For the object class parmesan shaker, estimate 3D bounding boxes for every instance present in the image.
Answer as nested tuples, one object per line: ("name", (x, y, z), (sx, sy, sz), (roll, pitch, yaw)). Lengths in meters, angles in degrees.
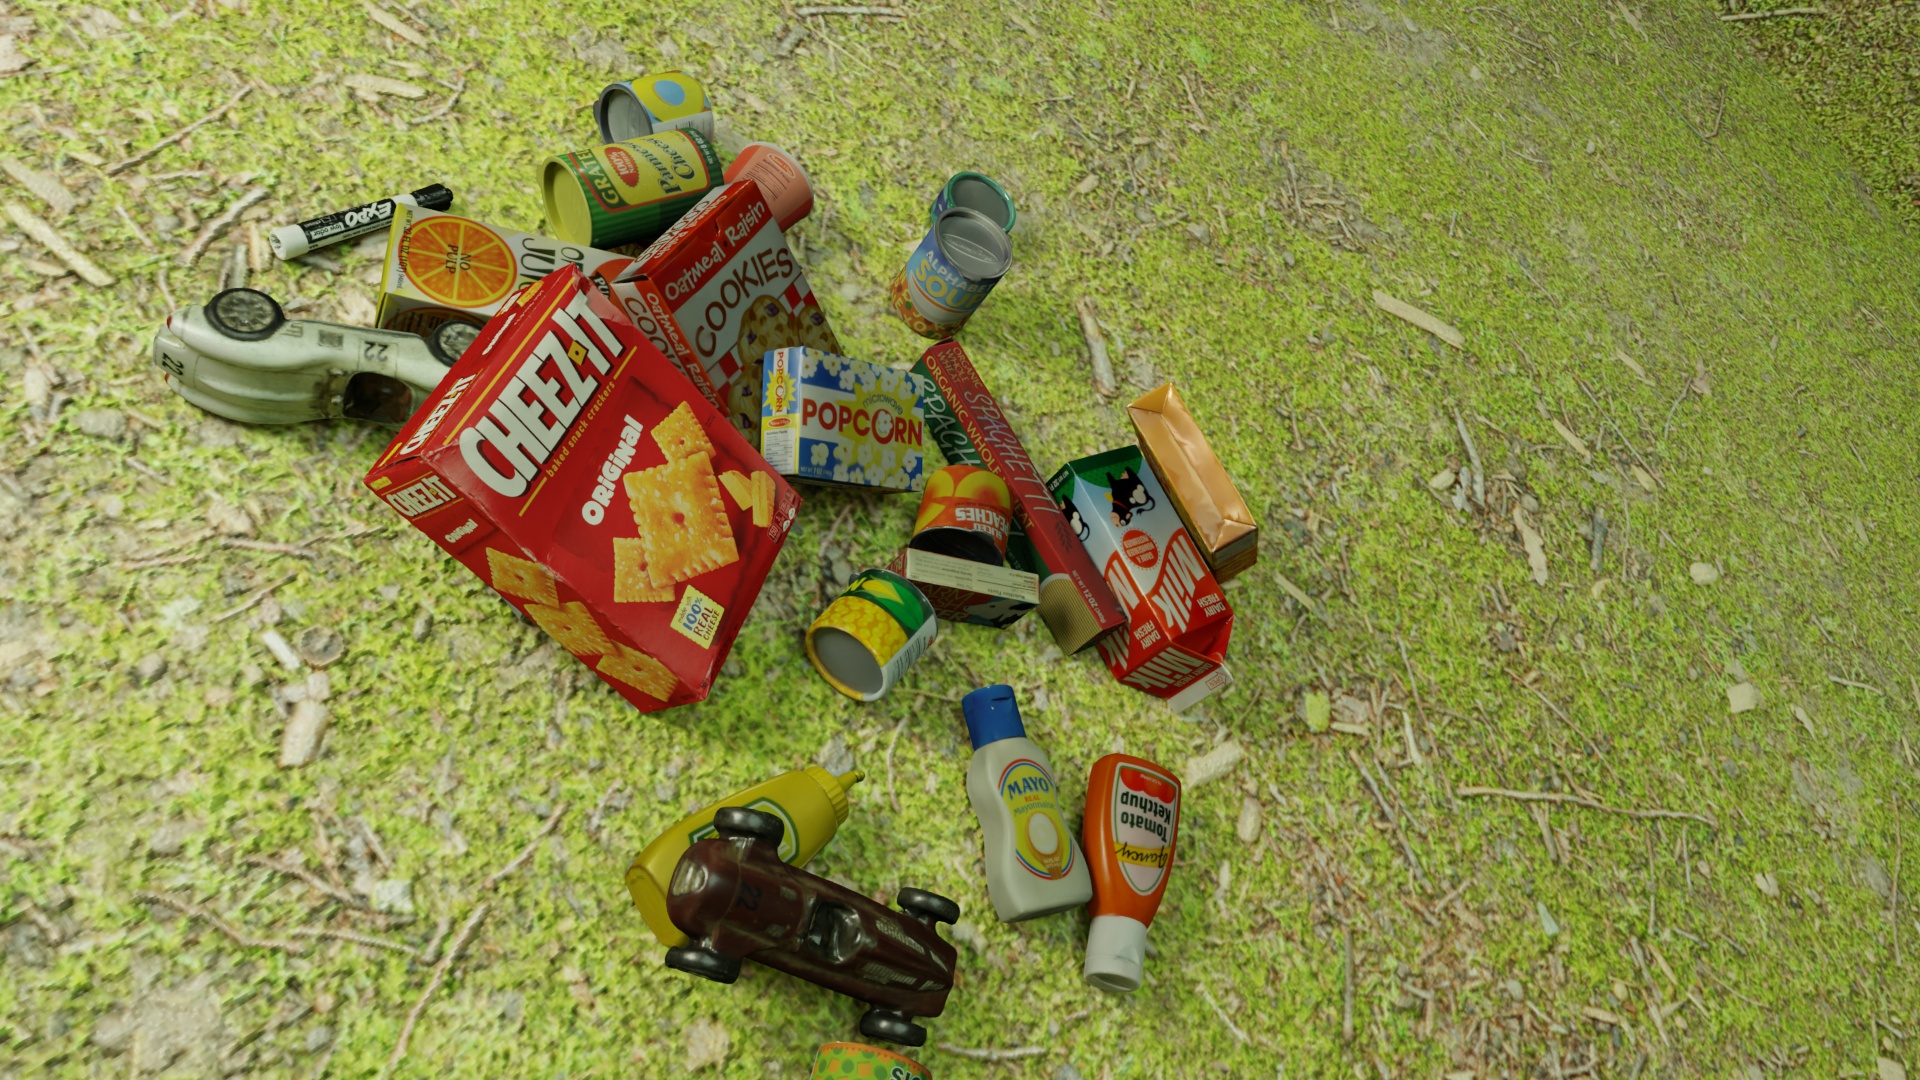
("parmesan shaker", (-0.219, -0.236, 0.927), (0.103, 0.071, 0.071), (-26, 77, -33))

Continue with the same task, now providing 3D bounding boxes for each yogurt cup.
("yogurt cup", (-0.150, -0.253, 1.031), (0.072, 0.072, 0.054), (39, 58, -5))

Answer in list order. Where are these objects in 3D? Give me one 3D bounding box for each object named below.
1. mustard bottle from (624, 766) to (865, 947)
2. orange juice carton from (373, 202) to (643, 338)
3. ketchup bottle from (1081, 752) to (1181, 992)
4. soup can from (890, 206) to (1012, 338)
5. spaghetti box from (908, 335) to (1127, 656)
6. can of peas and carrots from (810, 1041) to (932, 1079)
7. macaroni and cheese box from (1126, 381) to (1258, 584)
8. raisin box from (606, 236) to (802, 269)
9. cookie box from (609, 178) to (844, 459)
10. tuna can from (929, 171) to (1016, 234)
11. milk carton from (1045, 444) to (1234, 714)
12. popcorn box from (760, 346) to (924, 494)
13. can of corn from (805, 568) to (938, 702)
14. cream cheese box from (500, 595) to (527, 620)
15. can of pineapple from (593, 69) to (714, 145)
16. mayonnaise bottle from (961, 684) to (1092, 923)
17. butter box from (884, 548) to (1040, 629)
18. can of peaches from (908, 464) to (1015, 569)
("mustard bottle", (-0.114, 0.170, 0.806), (0.161, 0.048, 0.065), (-30, 86, -39))
("orange juice carton", (-0.268, -0.144, 0.889), (0.193, 0.072, 0.072), (9, 58, -26))
("ketchup bottle", (0.108, 0.218, 0.912), (0.065, 0.043, 0.149), (24, 53, -16))
("soup can", (-0.009, -0.203, 1.070), (0.071, 0.083, 0.071), (14, 56, -23))
("spaghetti box", (0.036, -0.034, 1.017), (0.029, 0.050, 0.250), (-21, 74, -39))
("can of peas and carrots", (-0.050, 0.310, 0.746), (0.071, 0.070, 0.059), (26, 52, -15))
("macaroni and cheese box", (0.175, -0.038, 1.040), (0.040, 0.166, 0.124), (-29, 76, 5))
("raisin box", (-0.188, -0.203, 0.993), (0.123, 0.040, 0.086), (39, 51, -4))
("cookie box", (-0.143, -0.135, 0.921), (0.123, 0.040, 0.166), (-57, 133, -39))
("tuna can", (0.011, -0.274, 1.157), (0.071, 0.032, 0.071), (14, 57, -23))
("milk carton", (0.131, 0.032, 1.019), (0.074, 0.072, 0.191), (-16, 72, -37))
("popcorn box", (-0.078, -0.078, 0.939), (0.127, 0.038, 0.085), (6, 83, -52))
("can of corn", (-0.059, 0.060, 0.894), (0.071, 0.071, 0.058), (44, 50, -1))
("cream cheese box", (-0.271, -0.007, 0.836), (0.053, 0.024, 0.104), (-34, 83, -39))
("can of pineapple", (-0.224, -0.308, 1.018), (0.058, 0.070, 0.071), (-31, 81, -39))
("mayonnaise bottle", (0.036, 0.168, 0.900), (0.065, 0.041, 0.148), (-3, 65, -30))
("butter box", (-0.002, 0.034, 0.951), (0.103, 0.053, 0.024), (12, 60, -24))
("can of peaches", (0.003, -0.012, 0.971), (0.071, 0.071, 0.058), (25, 52, -16))
